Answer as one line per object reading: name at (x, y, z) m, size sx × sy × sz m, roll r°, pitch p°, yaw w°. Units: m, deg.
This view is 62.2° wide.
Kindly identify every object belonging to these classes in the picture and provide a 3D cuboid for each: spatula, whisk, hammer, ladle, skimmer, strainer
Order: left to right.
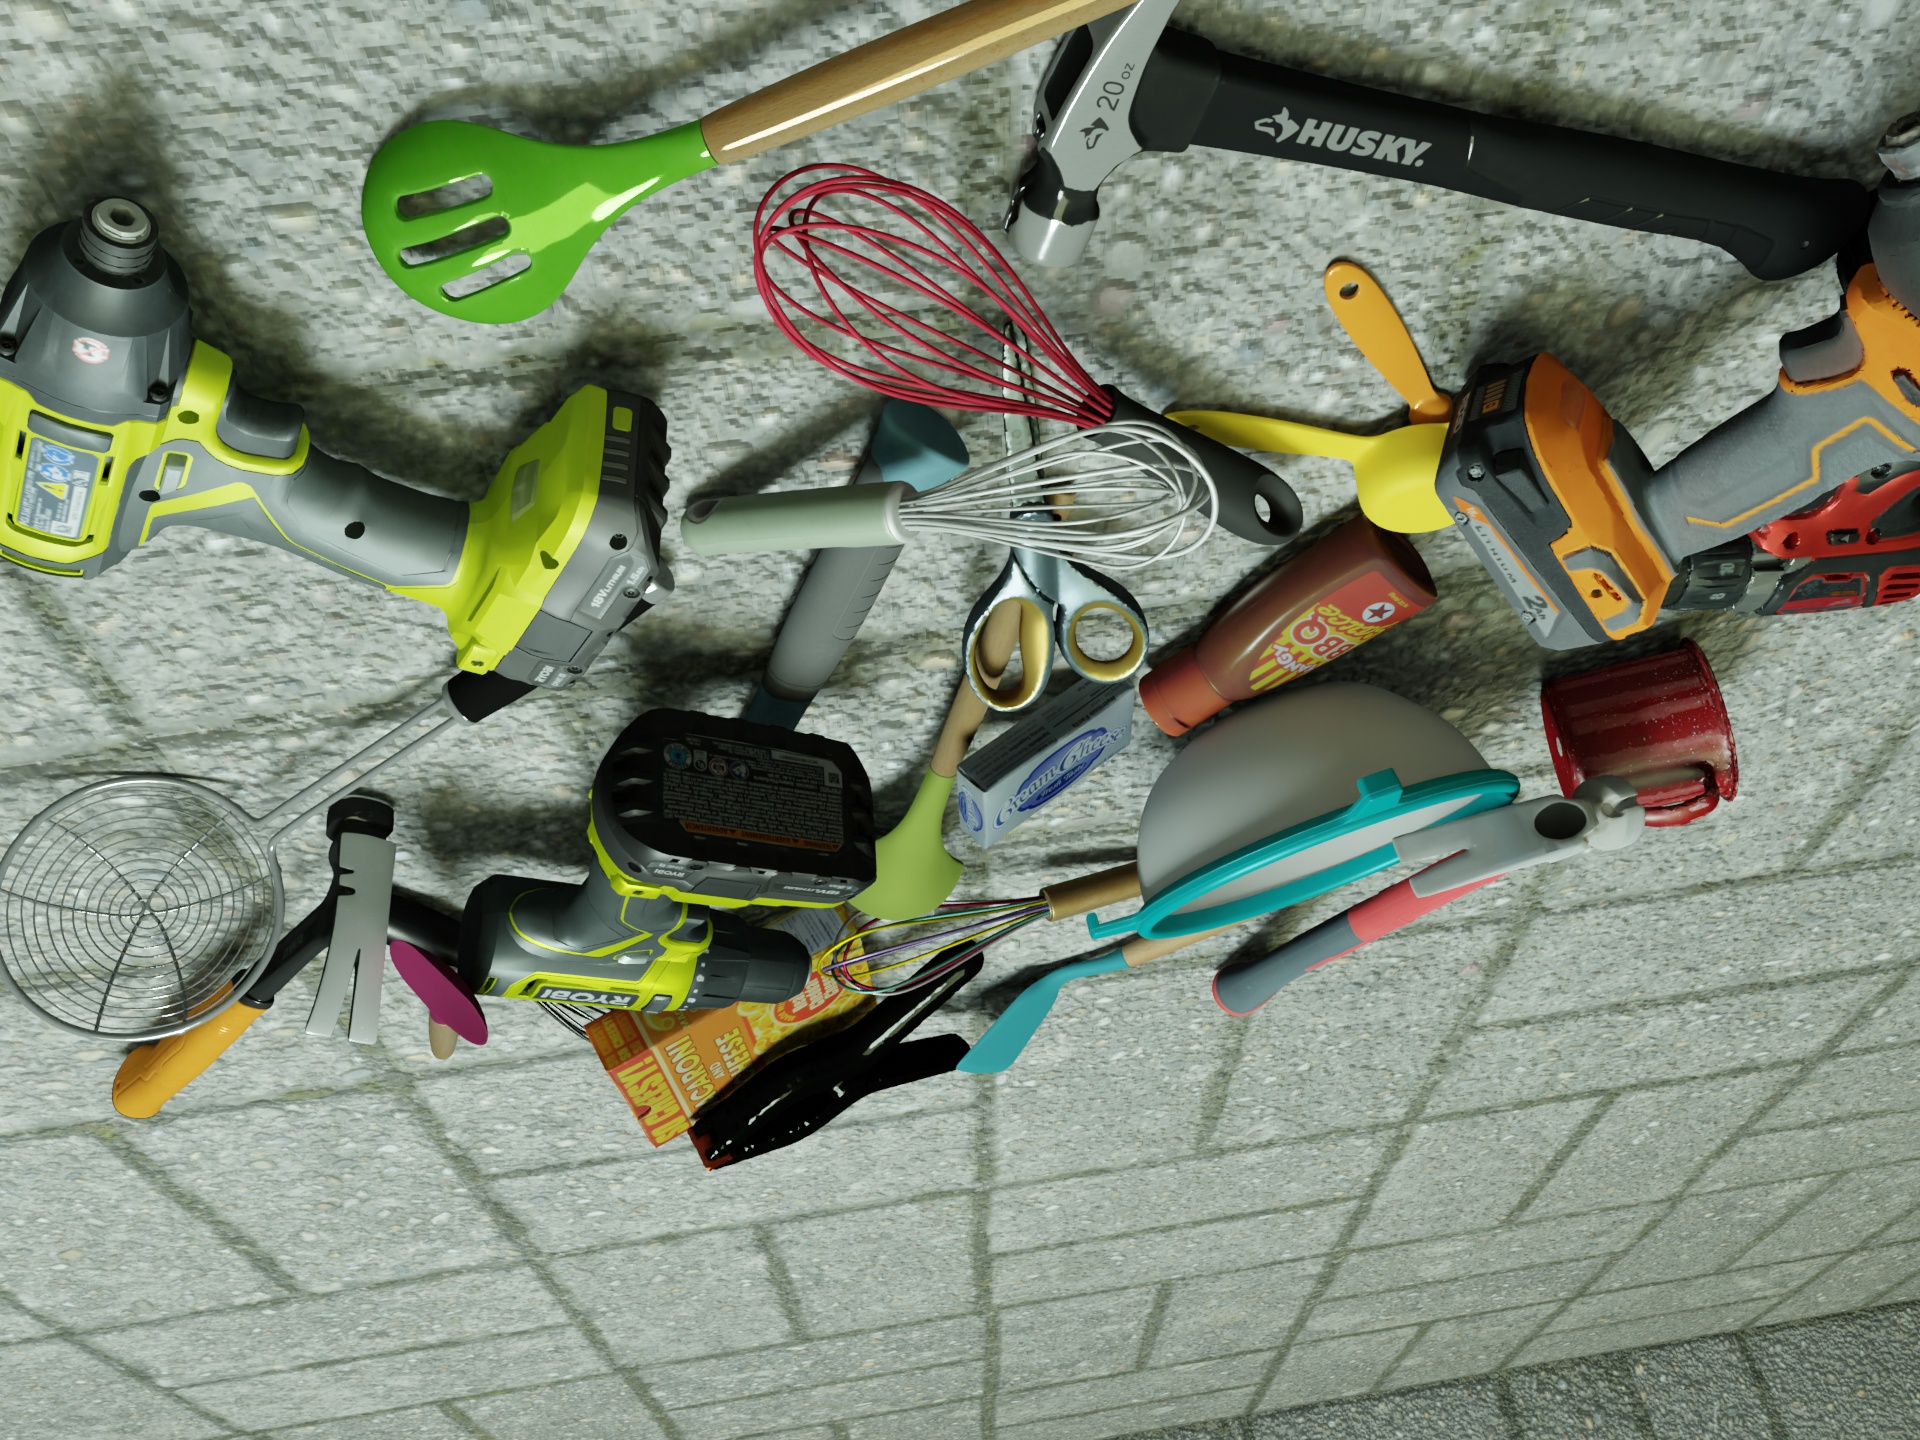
hammer at (-0.402, 0.165, 0.882) m, size 0.034 × 0.127 × 0.337 m, roll 20°, pitch 141°, yaw -37°
skimmer at (-0.287, 0.028, 0.727) m, size 0.363 × 0.127 × 0.090 m, roll -30°, pitch -176°, yaw 18°
whisk at (-0.263, 0.148, 0.941) m, size 0.055 × 0.055 × 0.238 m, roll -32°, pitch 136°, yaw 27°
hammer at (-0.076, -0.025, 0.762) m, size 0.128 × 0.033 × 0.330 m, roll 7°, pitch 141°, yaw -25°
whisk at (-0.015, -0.081, 0.617) m, size 0.246 × 0.058 × 0.059 m, roll 1°, pitch 134°, yaw 34°
ladle at (-0.001, -0.003, 0.815) m, size 0.078 × 0.062 × 0.320 m, roll 11°, pitch 133°, yaw -13°
whisk at (0.032, 0.115, 0.949) m, size 0.245 × 0.051 × 0.047 m, roll -14°, pitch 117°, yaw -17°
whisk at (0.040, -0.127, 0.618) m, size 0.295 × 0.073 × 0.073 m, roll 21°, pitch 134°, yaw -38°
spatula at (0.139, 0.159, 1.065) m, size 0.317 × 0.044 × 0.082 m, roll -27°, pitch 157°, yaw 19°
hammer at (0.231, 0.125, 0.957) m, size 0.143 × 0.038 × 0.386 m, roll -12°, pitch 162°, yaw -22°
strainer at (0.220, 0.035, 0.892) m, size 0.340 × 0.095 × 0.211 m, roll -3°, pitch 156°, yaw -48°
hammer at (0.192, -0.209, 0.575) m, size 0.334 × 0.035 × 0.146 m, roll 3°, pitch 143°, yaw -19°

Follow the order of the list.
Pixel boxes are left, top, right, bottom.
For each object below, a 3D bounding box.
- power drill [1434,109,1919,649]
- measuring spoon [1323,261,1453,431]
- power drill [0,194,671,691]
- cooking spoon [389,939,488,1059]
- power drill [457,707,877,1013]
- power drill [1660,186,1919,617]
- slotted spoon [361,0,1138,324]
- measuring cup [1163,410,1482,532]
power drill at (0.305, -0.123, 0.610) m, size 0.226 × 0.084 × 0.164 m, roll -18°, pitch 124°, yaw 42°
measuring spoon at (0.181, -0.154, 0.668) m, size 0.021 × 0.011 × 0.116 m, roll -29°, pitch 141°, yaw 23°
power drill at (-0.227, -0.093, 0.579) m, size 0.223 × 0.080 × 0.171 m, roll 15°, pitch 145°, yaw -29°
cooking spoon at (-0.292, 0.167, 0.898) m, size 0.069 × 0.017 × 0.319 m, roll 44°, pitch 155°, yaw 0°
power drill at (-0.134, 0.089, 0.809) m, size 0.190 × 0.080 × 0.228 m, roll 11°, pitch 146°, yaw -27°
power drill at (0.390, -0.125, 0.713) m, size 0.188 × 0.080 × 0.226 m, roll -5°, pitch 147°, yaw -8°
slotted spoon at (-0.057, -0.194, 0.503) m, size 0.314 × 0.031 × 0.070 m, roll -16°, pitch 123°, yaw 15°
measuring cup at (0.160, -0.111, 0.700) m, size 0.156 × 0.029 × 0.062 m, roll 6°, pitch 156°, yaw -17°
